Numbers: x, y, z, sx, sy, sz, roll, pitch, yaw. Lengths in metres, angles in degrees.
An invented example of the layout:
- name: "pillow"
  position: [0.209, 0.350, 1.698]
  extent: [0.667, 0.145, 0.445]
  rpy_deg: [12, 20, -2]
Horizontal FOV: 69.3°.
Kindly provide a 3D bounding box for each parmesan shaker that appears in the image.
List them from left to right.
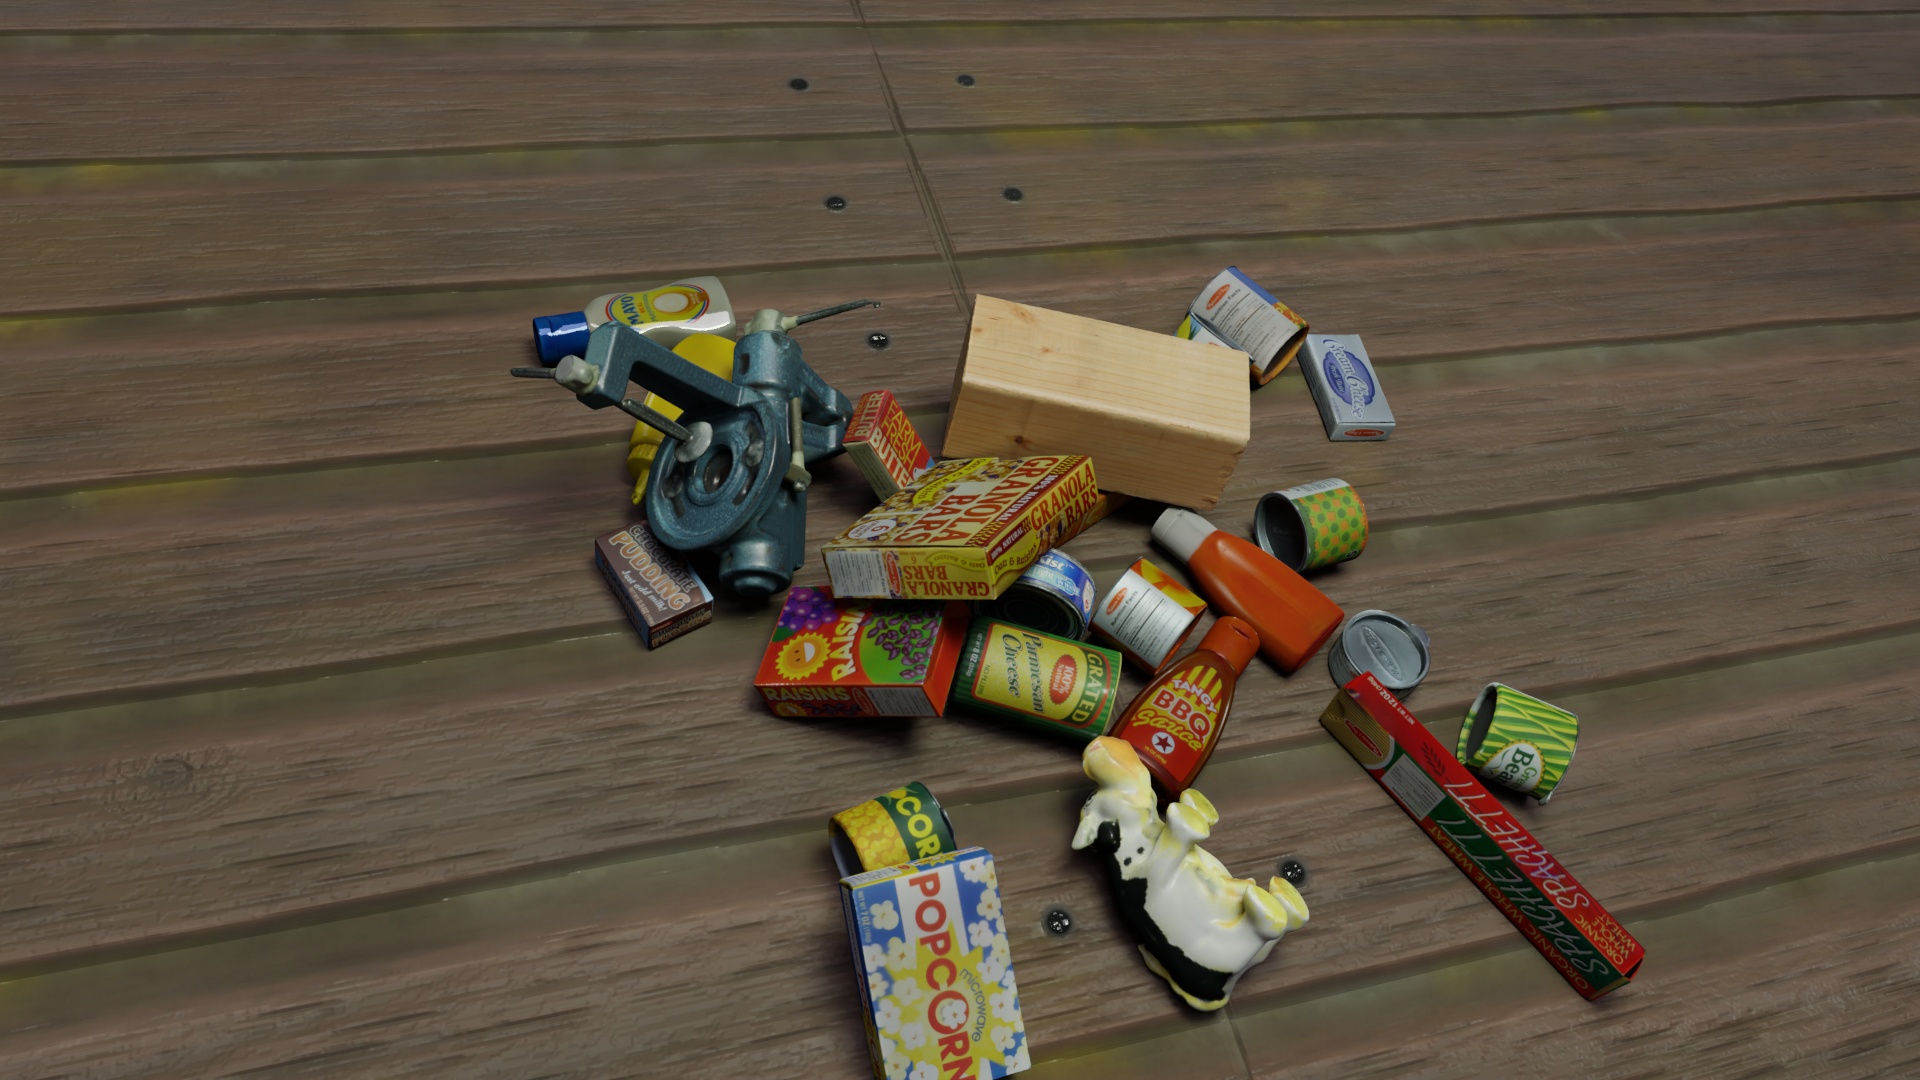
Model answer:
- name: "parmesan shaker"
  position: [0.049, 0.096, 0.934]
  extent: [0.103, 0.071, 0.072]
  rpy_deg: [15, 53, 0]

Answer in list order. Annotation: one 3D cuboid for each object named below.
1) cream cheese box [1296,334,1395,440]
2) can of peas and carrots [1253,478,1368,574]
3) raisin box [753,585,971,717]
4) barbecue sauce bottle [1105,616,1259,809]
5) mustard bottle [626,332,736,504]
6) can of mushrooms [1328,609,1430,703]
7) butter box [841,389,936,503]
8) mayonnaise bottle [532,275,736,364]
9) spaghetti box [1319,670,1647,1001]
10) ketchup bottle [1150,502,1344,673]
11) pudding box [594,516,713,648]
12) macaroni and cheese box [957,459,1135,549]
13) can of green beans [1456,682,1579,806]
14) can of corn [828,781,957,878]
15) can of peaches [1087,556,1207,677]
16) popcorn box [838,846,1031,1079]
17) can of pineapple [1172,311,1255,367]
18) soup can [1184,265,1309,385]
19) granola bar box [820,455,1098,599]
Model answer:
- name: "cream cheese box"
  position: [0.327, -0.132, 1.184]
  extent: [0.053, 0.024, 0.104]
  rpy_deg: [-1, 55, -13]
- name: "can of peas and carrots"
  position: [0.267, -0.008, 1.057]
  extent: [0.059, 0.070, 0.071]
  rpy_deg: [-13, 58, -21]
- name: "raisin box"
  position: [-0.063, 0.071, 0.911]
  extent: [0.123, 0.040, 0.086]
  rpy_deg: [-3, 49, 23]
- name: "barbecue sauce bottle"
  position: [0.157, 0.113, 0.957]
  extent: [0.065, 0.043, 0.149]
  rpy_deg: [37, 55, 10]
- name: "mustard bottle"
  position: [-0.207, -0.084, 1.021]
  extent: [0.065, 0.048, 0.161]
  rpy_deg: [20, 54, 5]
- name: "can of mushrooms"
  position: [0.307, 0.086, 1.014]
  extent: [0.071, 0.033, 0.071]
  rpy_deg: [6, 53, -7]
- name: "butter box"
  position: [-0.046, -0.054, 1.004]
  extent: [0.024, 0.103, 0.053]
  rpy_deg: [-6, 45, 29]
- name: "mayonnaise bottle"
  position: [-0.252, -0.166, 1.076]
  extent: [0.148, 0.041, 0.065]
  rpy_deg: [-13, 58, -21]
- name: "spaghetti box"
  position: [0.345, 0.195, 0.933]
  extent: [0.029, 0.050, 0.250]
  rpy_deg: [-30, 65, -27]
- name: "ketchup bottle"
  position: [0.208, 0.029, 1.029]
  extent: [0.149, 0.043, 0.065]
  rpy_deg: [42, 56, 18]
- name: "pudding box"
  position: [-0.210, 0.027, 0.951]
  extent: [0.050, 0.030, 0.084]
  rpy_deg: [-24, 63, -27]
- name: "macaroni and cheese box"
  position: [0.092, -0.080, 1.087]
  extent: [0.167, 0.040, 0.124]
  rpy_deg: [-32, 65, -29]
- name: "can of green beans"
  position: [0.389, 0.140, 0.972]
  extent: [0.058, 0.071, 0.071]
  rpy_deg: [23, 53, 6]
- name: "can of corn"
  position: [-0.040, 0.187, 0.844]
  extent: [0.058, 0.070, 0.071]
  rpy_deg: [-19, 60, -23]
- name: "can of peaches"
  position: [0.133, 0.054, 0.983]
  extent: [0.058, 0.071, 0.071]
  rpy_deg: [37, 56, 15]
- name: "popcorn box"
  position: [-0.015, 0.246, 0.791]
  extent: [0.085, 0.038, 0.126]
  rpy_deg: [-10, 88, -19]
- name: "can of pineapple"
  position: [0.196, -0.144, 1.130]
  extent: [0.071, 0.057, 0.071]
  rpy_deg: [34, 18, -12]
- name: "soup can"
  position: [0.244, -0.182, 1.179]
  extent: [0.071, 0.071, 0.084]
  rpy_deg: [-36, 69, -31]
- name: "granola bar box"
  position: [0.003, -0.012, 0.934]
  extent: [0.124, 0.039, 0.166]
  rpy_deg: [0, 22, 30]
